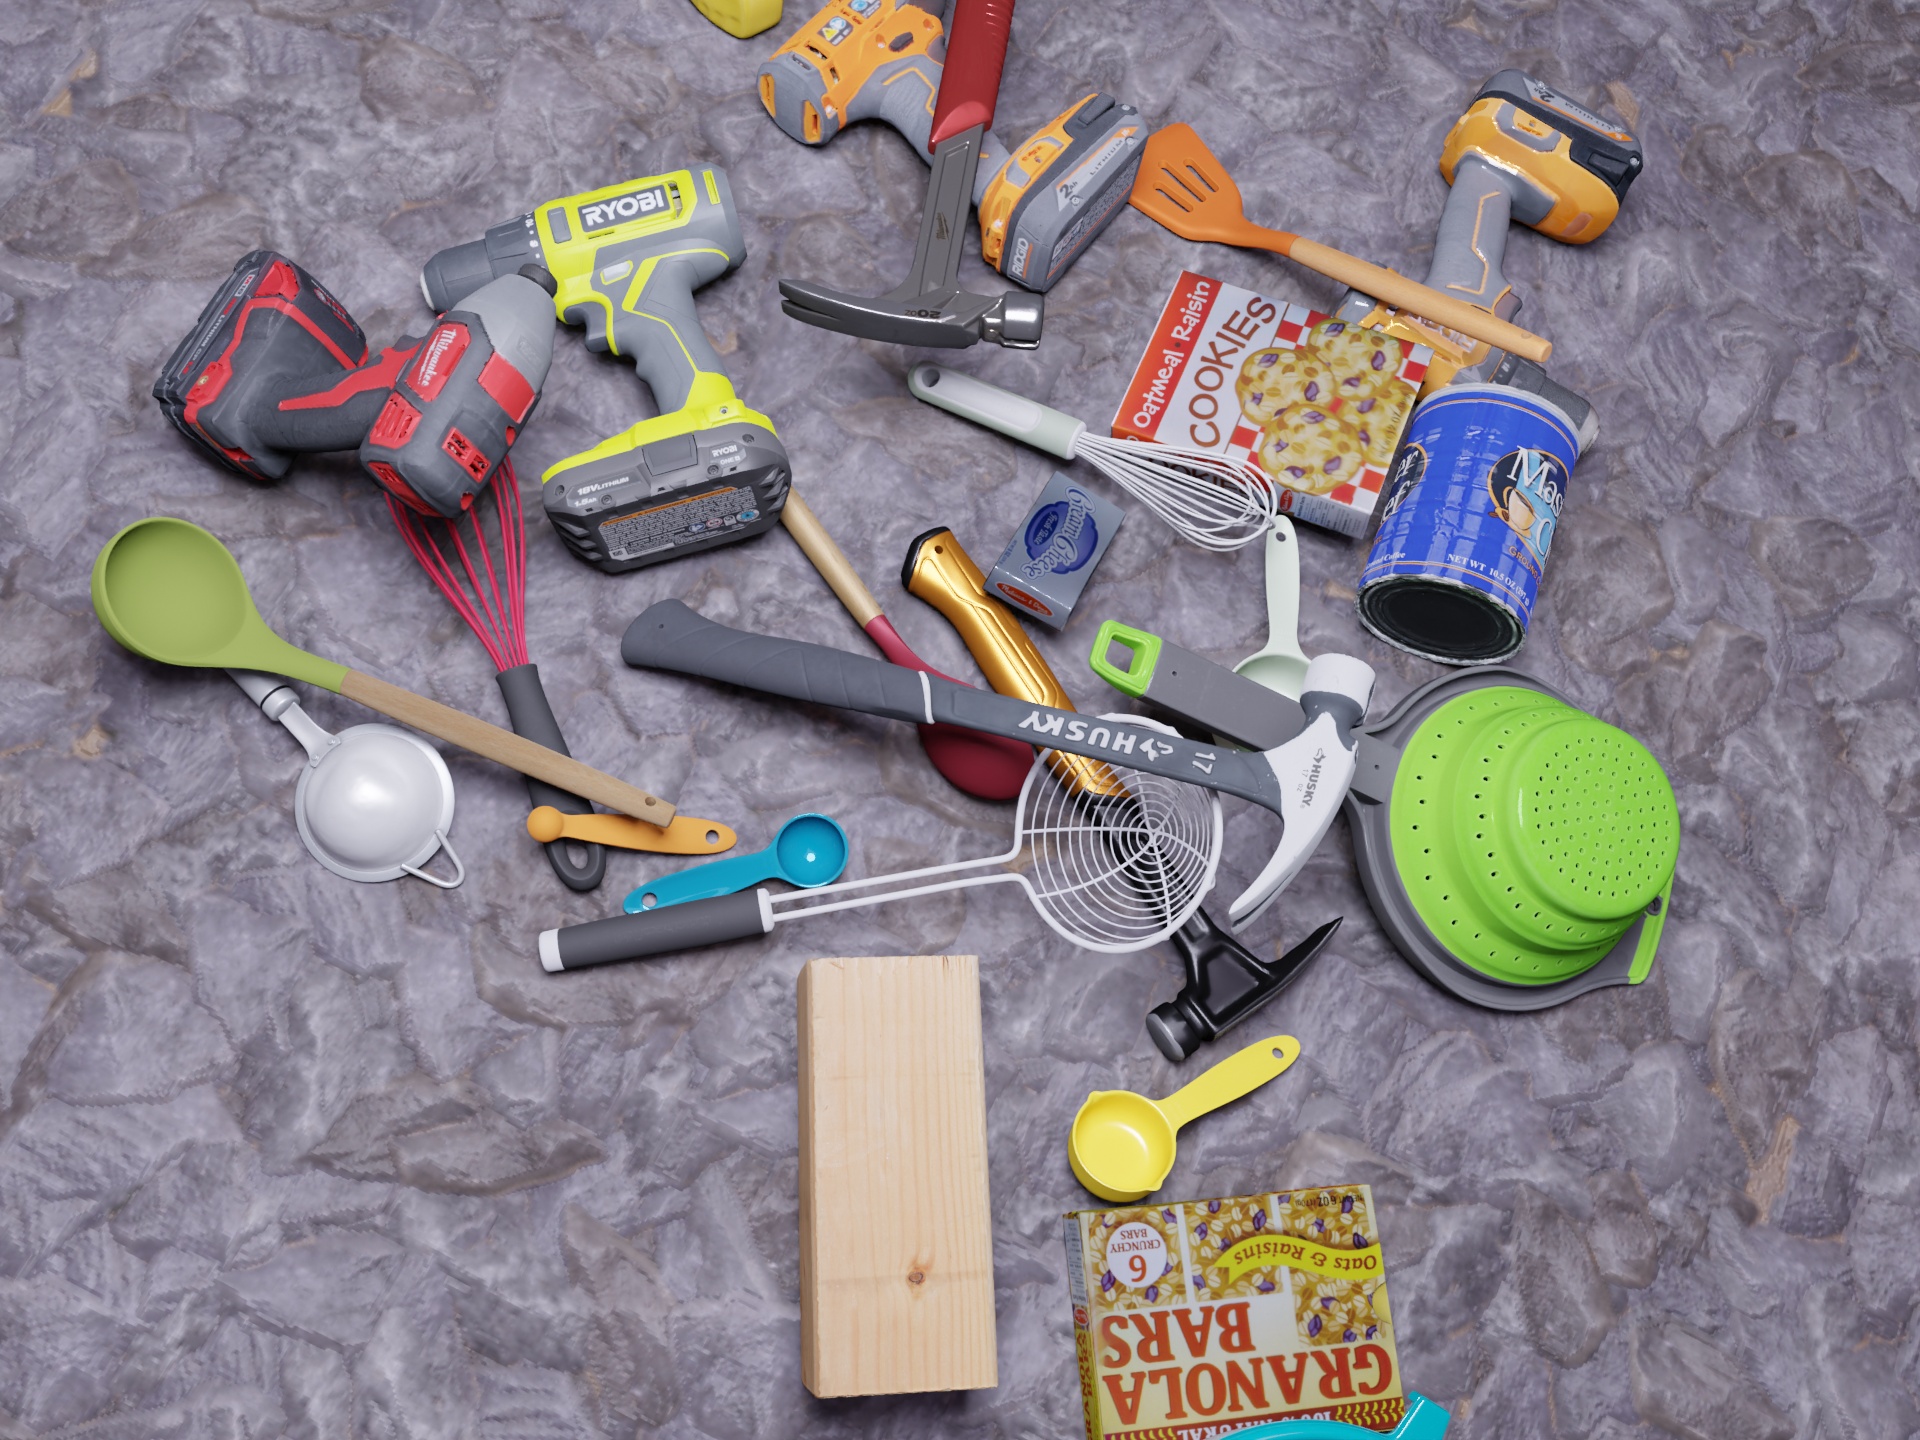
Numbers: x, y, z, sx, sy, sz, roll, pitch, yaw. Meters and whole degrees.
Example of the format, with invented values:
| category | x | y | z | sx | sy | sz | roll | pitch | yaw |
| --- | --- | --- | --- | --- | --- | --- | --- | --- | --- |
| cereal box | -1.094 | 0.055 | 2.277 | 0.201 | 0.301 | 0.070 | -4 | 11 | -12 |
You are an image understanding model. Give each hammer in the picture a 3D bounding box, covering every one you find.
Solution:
| category | x | y | z | sx | sy | sz | roll | pitch | yaw |
| --- | --- | --- | --- | --- | --- | --- | --- | --- | --- |
| hammer | -0.004 | -0.381 | 0.955 | 0.149 | 0.036 | 0.359 | 8 | 68 | 1 |
| hammer | 0.078 | 0.024 | 0.927 | 0.127 | 0.034 | 0.337 | -32 | 80 | -16 |
| hammer | -0.001 | -0.003 | 0.841 | 0.409 | 0.036 | 0.149 | 13 | 66 | 20 |

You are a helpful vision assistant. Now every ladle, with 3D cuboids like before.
| category | x | y | z | sx | sy | sz | roll | pitch | yaw |
| --- | --- | --- | --- | --- | --- | --- | --- | --- | --- |
| ladle | -0.298 | -0.017 | 0.834 | 0.320 | 0.062 | 0.078 | 23 | 51 | -2 |
| ladle | -0.064 | -0.078 | 0.931 | 0.031 | 0.069 | 0.315 | -22 | 70 | -44 |

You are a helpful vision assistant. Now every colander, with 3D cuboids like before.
| category | x | y | z | sx | sy | sz | roll | pitch | yaw |
| --- | --- | --- | --- | --- | --- | --- | --- | --- | --- |
| colander | 0.262 | 0.029 | 0.890 | 0.397 | 0.094 | 0.204 | 24 | 73 | -11 |

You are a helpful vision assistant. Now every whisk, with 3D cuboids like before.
| category | x | y | z | sx | sy | sz | roll | pitch | yaw |
| --- | --- | --- | --- | --- | --- | --- | --- | --- | --- |
| whisk | 0.077 | -0.166 | 0.961 | 0.246 | 0.059 | 0.058 | 25 | 87 | 14 |
| whisk | -0.255 | -0.045 | 0.886 | 0.073 | 0.073 | 0.296 | -19 | 84 | -14 |

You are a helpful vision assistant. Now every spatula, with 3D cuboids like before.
| category | x | y | z | sx | sy | sz | roll | pitch | yaw |
| --- | --- | --- | --- | --- | --- | --- | --- | --- | --- |
| spatula | 0.230 | -0.297 | 1.001 | 0.081 | 0.041 | 0.323 | -41 | 54 | -18 |

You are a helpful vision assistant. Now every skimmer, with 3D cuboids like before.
| category | x | y | z | sx | sy | sz | roll | pitch | yaw |
| --- | --- | --- | --- | --- | --- | --- | --- | --- | --- |
| skimmer | -0.046 | 0.083 | 0.840 | 0.363 | 0.090 | 0.127 | -10 | 75 | -4 |

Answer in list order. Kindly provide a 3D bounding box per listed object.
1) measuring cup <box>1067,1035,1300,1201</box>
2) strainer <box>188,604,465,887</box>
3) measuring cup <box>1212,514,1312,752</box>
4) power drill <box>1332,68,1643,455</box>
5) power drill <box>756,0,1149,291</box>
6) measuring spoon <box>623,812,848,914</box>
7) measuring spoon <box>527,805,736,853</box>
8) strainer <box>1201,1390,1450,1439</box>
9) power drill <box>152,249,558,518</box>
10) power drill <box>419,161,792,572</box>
| category | x | y | z | sx | sy | sz | roll | pitch | yaw |
| --- | --- | --- | --- | --- | --- | --- | --- | --- | --- |
| measuring cup | 0.127 | 0.216 | 0.884 | 0.156 | 0.029 | 0.062 | -21 | 60 | -27 |
| strainer | -0.366 | -0.003 | 0.864 | 0.258 | 0.050 | 0.087 | 44 | 86 | 9 |
| measuring cup | 0.189 | -0.043 | 0.965 | 0.083 | 0.038 | 0.168 | 7 | 70 | -7 |
| power drill | 0.366 | -0.293 | 1.048 | 0.185 | 0.084 | 0.226 | 30 | 76 | 1 |
| power drill | 0.005 | -0.397 | 1.022 | 0.226 | 0.084 | 0.164 | 37 | 71 | 8 |
| measuring spoon | -0.125 | 0.084 | 0.889 | 0.128 | 0.021 | 0.042 | -17 | 94 | -5 |
| measuring spoon | -0.177 | 0.060 | 0.870 | 0.116 | 0.011 | 0.021 | 7 | 78 | -26 |
| strainer | 0.086 | 0.443 | 0.766 | 0.340 | 0.095 | 0.211 | -11 | 91 | -8 |
| power drill | -0.313 | -0.187 | 0.850 | 0.220 | 0.078 | 0.143 | 12 | 68 | 31 |
| power drill | -0.204 | -0.209 | 0.926 | 0.190 | 0.080 | 0.229 | -16 | 70 | -4 |
